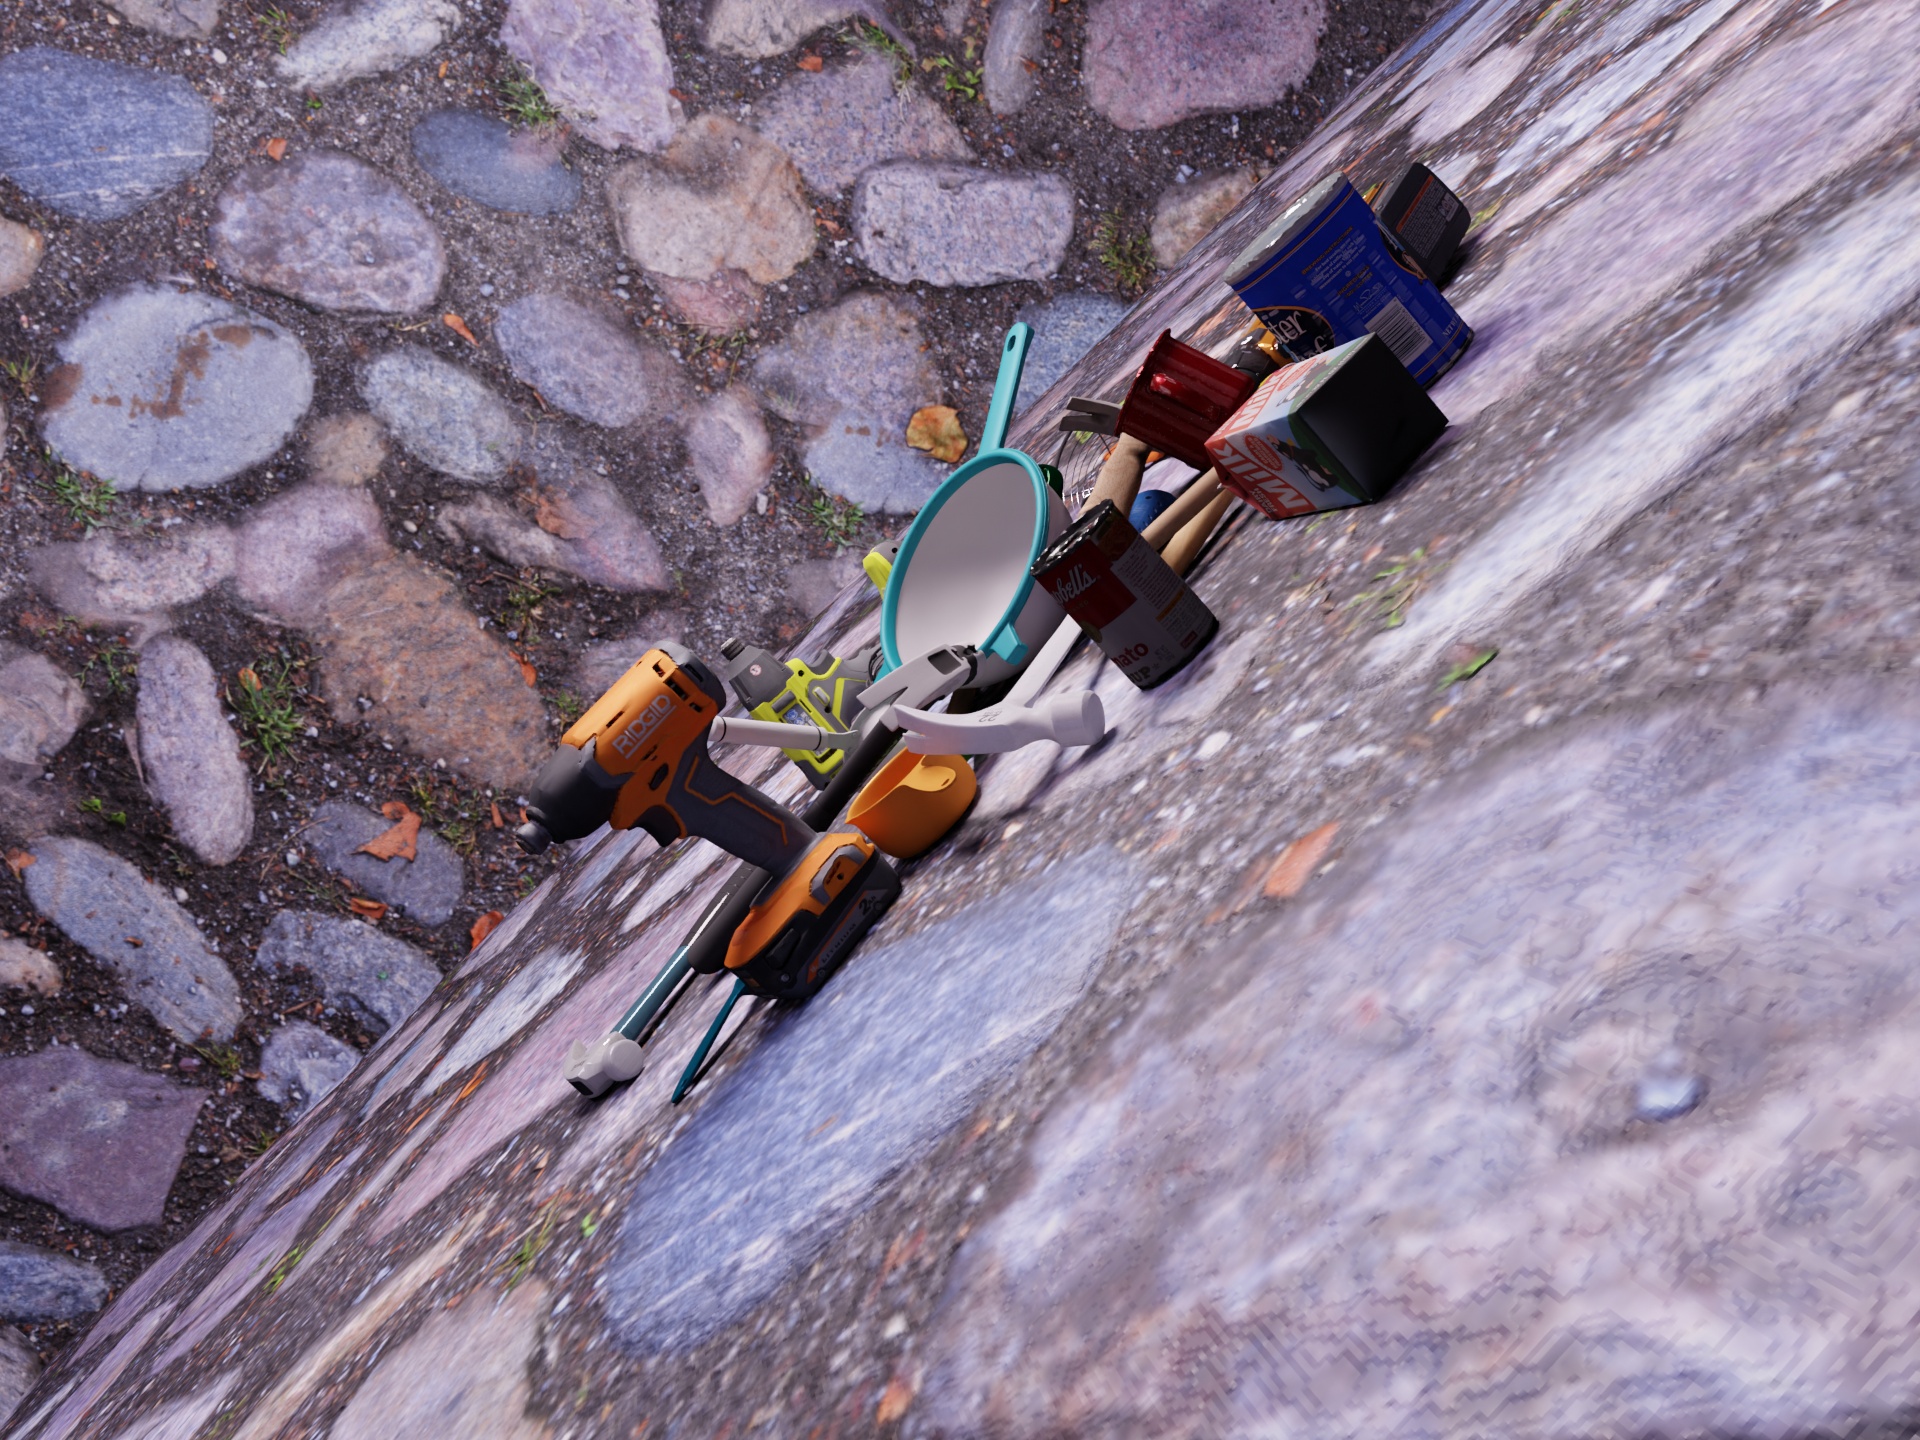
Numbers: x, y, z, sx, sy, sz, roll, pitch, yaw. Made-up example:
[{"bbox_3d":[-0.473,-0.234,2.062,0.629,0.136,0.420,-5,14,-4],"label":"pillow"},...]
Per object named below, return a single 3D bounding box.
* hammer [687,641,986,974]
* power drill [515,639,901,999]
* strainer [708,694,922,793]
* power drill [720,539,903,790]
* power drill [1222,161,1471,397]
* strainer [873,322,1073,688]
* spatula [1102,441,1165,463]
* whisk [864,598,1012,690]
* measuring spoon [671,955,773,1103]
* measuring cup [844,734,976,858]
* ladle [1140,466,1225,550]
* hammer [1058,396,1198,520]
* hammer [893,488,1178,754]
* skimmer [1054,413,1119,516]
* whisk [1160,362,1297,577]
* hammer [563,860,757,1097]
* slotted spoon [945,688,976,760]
[{"bbox_3d":[-0.110,0.076,1.199,0.334,0.035,0.146,-50,-9,24],"label":"hammer"},{"bbox_3d":[-0.168,0.080,1.036,0.164,0.226,0.084,-49,12,-24],"label":"power drill"},{"bbox_3d":[-0.105,0.017,1.237,0.050,0.258,0.087,22,101,45],"label":"strainer"},{"bbox_3d":[-0.107,-0.065,1.535,0.223,0.171,0.080,-43,10,-11],"label":"power drill"},{"bbox_3d":[0.303,-0.341,1.332,0.226,0.084,0.185,-36,15,52],"label":"power drill"},{"bbox_3d":[0.045,-0.168,1.327,0.211,0.095,0.340,-13,58,52],"label":"strainer"},{"bbox_3d":[0.194,-0.278,1.519,0.081,0.041,0.322,-38,3,1],"label":"spatula"},{"bbox_3d":[0.013,-0.078,1.409,0.239,0.055,0.055,-25,18,24],"label":"whisk"},{"bbox_3d":[-0.157,0.210,1.089,0.042,0.021,0.129,-27,29,59],"label":"measuring spoon"},{"bbox_3d":[-0.017,0.054,1.064,0.095,0.052,0.174,-46,13,-13],"label":"measuring cup"},{"bbox_3d":[0.200,-0.200,1.140,0.320,0.062,0.078,-42,38,-18],"label":"ladle"},{"bbox_3d":[0.127,-0.198,1.252,0.331,0.130,0.031,-62,-8,-65],"label":"hammer"},{"bbox_3d":[0.084,-0.081,1.151,0.144,0.035,0.406,-6,25,26],"label":"hammer"},{"bbox_3d":[0.108,-0.214,1.413,0.363,0.090,0.127,-50,-18,-74],"label":"skimmer"},{"bbox_3d":[0.210,-0.188,1.189,0.245,0.047,0.051,-54,2,-26],"label":"whisk"},{"bbox_3d":[-0.223,0.189,1.350,0.128,0.033,0.331,-31,16,45],"label":"hammer"},{"bbox_3d":[-0.002,-0.004,1.295,0.070,0.031,0.314,-41,9,16],"label":"slotted spoon"}]
